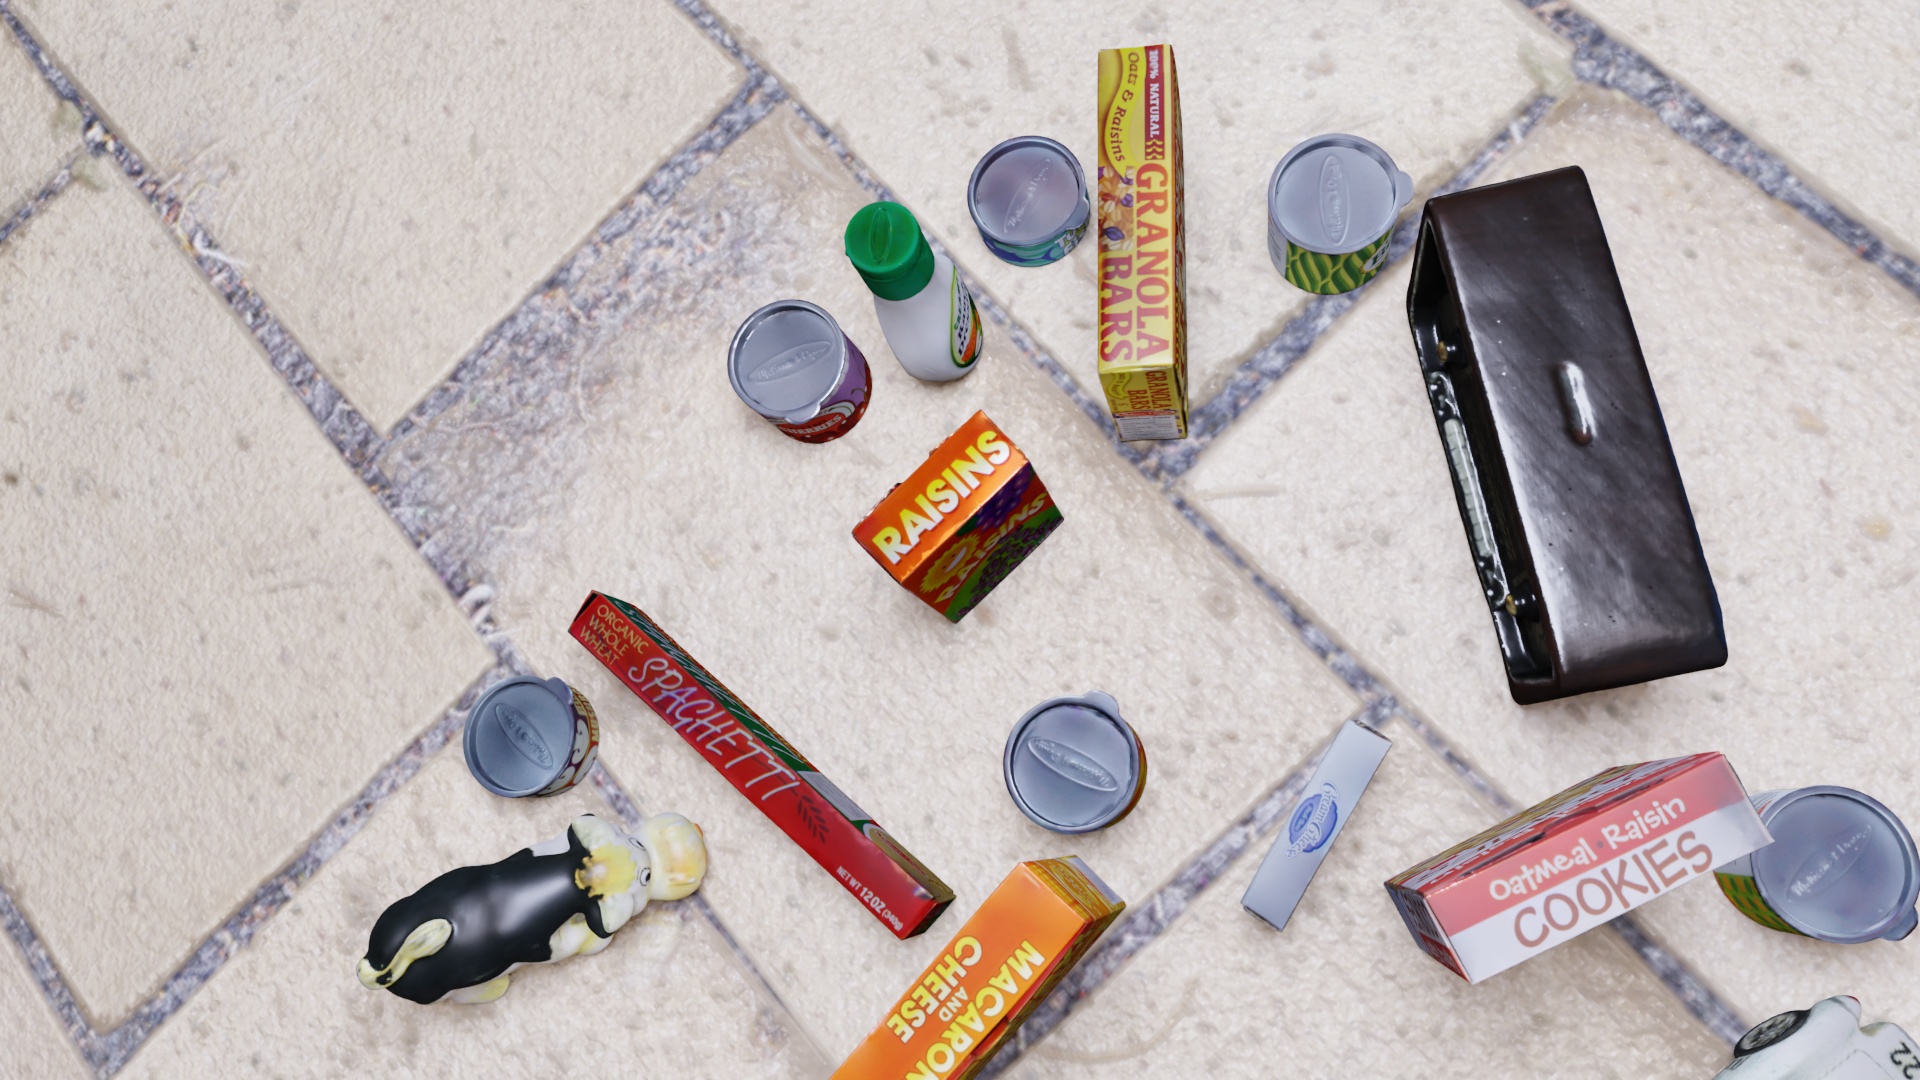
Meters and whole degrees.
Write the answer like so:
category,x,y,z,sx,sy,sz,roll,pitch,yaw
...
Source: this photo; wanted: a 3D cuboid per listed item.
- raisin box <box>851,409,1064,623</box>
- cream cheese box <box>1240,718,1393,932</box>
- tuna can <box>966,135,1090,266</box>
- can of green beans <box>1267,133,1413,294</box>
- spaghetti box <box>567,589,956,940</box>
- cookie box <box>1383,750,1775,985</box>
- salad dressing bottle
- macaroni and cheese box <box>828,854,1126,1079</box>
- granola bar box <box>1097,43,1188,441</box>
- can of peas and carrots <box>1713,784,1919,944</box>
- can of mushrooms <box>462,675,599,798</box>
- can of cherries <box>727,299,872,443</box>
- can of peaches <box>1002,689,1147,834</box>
category,x,y,z,sx,sy,sz,roll,pitch,yaw
raisin box,0.002,-0.009,0.696,0.086,0.123,0.040,-43,74,0
cream cheese box,0.170,0.136,0.666,0.024,0.053,0.104,31,86,16
tuna can,0.041,-0.188,0.775,0.071,0.033,0.071,-2,78,11
can of green beans,0.194,-0.169,0.726,0.071,0.057,0.071,-2,78,11
spaghetti box,-0.107,0.114,0.730,0.250,0.050,0.028,39,88,17
cookie box,0.250,0.136,0.590,0.123,0.167,0.040,-28,74,5
salad dressing bottle,-0.023,-0.126,0.715,0.044,0.147,0.064,1,79,12
macaroni and cheese box,0.015,0.201,0.625,0.040,0.166,0.124,41,89,16
granola bar box,0.095,-0.146,0.707,0.039,0.124,0.166,-1,78,12
can of peas and carrots,0.380,0.145,0.618,0.071,0.058,0.071,-2,78,11
can of mushrooms,-0.234,0.107,0.766,0.071,0.033,0.071,-2,78,11
can of cherries,-0.087,-0.089,0.766,0.071,0.058,0.071,-2,78,11
can of peaches,0.060,0.110,0.692,0.071,0.058,0.071,-2,78,11
